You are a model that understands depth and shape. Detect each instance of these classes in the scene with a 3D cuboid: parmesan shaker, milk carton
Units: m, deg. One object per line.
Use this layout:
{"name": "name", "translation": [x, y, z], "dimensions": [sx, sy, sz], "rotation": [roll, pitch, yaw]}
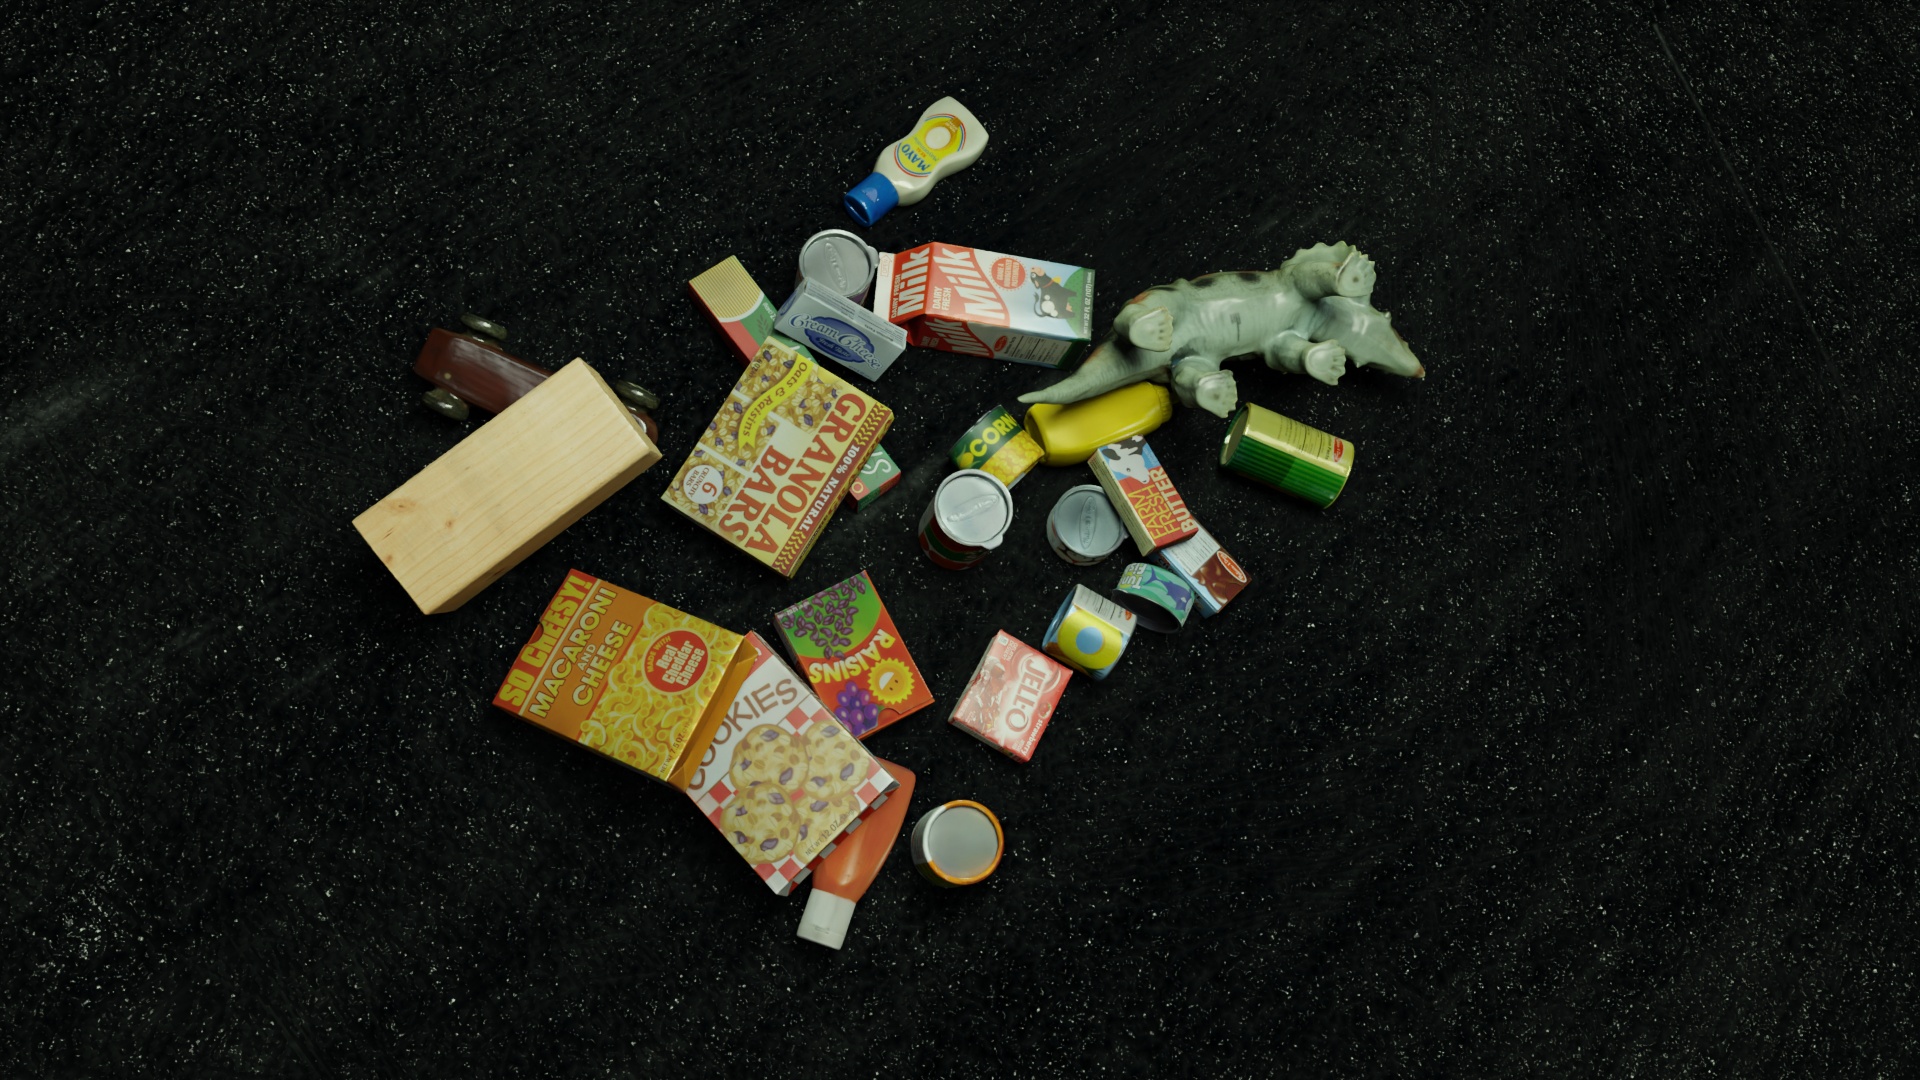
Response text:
{"name": "parmesan shaker", "translation": [0.296, -0.079, 1.267], "dimensions": [0.103, 0.071, 0.071], "rotation": [21, 71, -4]}
{"name": "milk carton", "translation": [0.019, -0.211, 1.242], "dimensions": [0.191, 0.073, 0.072], "rotation": [7, 73, -9]}

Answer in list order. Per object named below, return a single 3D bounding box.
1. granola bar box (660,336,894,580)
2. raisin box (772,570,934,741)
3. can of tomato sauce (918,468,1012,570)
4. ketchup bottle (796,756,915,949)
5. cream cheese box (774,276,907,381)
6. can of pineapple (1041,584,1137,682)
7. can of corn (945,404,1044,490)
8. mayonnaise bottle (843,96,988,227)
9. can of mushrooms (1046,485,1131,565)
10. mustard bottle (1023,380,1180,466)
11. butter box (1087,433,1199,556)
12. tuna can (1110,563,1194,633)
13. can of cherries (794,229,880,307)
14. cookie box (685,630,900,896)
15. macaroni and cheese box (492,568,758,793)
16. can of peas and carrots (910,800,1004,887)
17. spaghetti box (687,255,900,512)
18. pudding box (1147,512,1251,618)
{"name": "granola bar box", "translation": [-0.151, -0.069, 1.159], "dimensions": [0.124, 0.039, 0.166], "rotation": [31, 83, 3]}
{"name": "raisin box", "translation": [-0.089, 0.099, 1.145], "dimensions": [0.086, 0.040, 0.123], "rotation": [-25, 81, -19]}
{"name": "can of tomato sauce", "translation": [0.004, -0.015, 1.175], "dimensions": [0.071, 0.083, 0.071], "rotation": [3, 73, -11]}
{"name": "ketchup bottle", "translation": [-0.087, 0.245, 1.098], "dimensions": [0.065, 0.043, 0.149], "rotation": [19, 71, 0]}
{"name": "cream cheese box", "translation": [-0.103, -0.182, 1.202], "dimensions": [0.104, 0.053, 0.024], "rotation": [26, 46, -23]}
{"name": "can of pineapple", "translation": [0.108, 0.080, 1.179], "dimensions": [0.058, 0.070, 0.071], "rotation": [30, 70, -1]}
{"name": "can of corn", "translation": [0.031, -0.075, 1.205], "dimensions": [0.071, 0.071, 0.058], "rotation": [-42, 87, -19]}
{"name": "mayonnaise bottle", "translation": [-0.044, -0.347, 1.287], "dimensions": [0.065, 0.041, 0.148], "rotation": [45, 70, 2]}
{"name": "can of mushrooms", "translation": [0.113, -0.012, 1.224], "dimensions": [0.071, 0.033, 0.071], "rotation": [3, 72, -11]}
{"name": "mustard bottle", "translation": [0.139, -0.113, 1.251], "dimensions": [0.161, 0.048, 0.065], "rotation": [-16, 76, -17]}
{"name": "butter box", "translation": [0.159, -0.040, 1.213], "dimensions": [0.053, 0.024, 0.103], "rotation": [-20, 72, -29]}
{"name": "tuna can", "translation": [0.164, 0.049, 1.198], "dimensions": [0.071, 0.071, 0.033], "rotation": [29, 69, -2]}
{"name": "can of cherries", "translation": [-0.110, -0.232, 1.230], "dimensions": [0.071, 0.058, 0.071], "rotation": [3, 72, -11]}
{"name": "cookie box", "translation": [-0.150, 0.171, 1.081], "dimensions": [0.123, 0.040, 0.168], "rotation": [-44, 75, -8]}
{"name": "macaroni and cheese box", "translation": [-0.259, 0.105, 1.073], "dimensions": [0.166, 0.040, 0.124], "rotation": [19, 70, 19]}
{"name": "can of peas and carrots", "translation": [-0.001, 0.243, 1.110], "dimensions": [0.071, 0.058, 0.071], "rotation": [3, 74, -11]}
{"name": "spaghetti box", "translation": [-0.145, -0.138, 1.209], "dimensions": [0.050, 0.028, 0.250], "rotation": [-36, 83, -18]}
{"name": "pudding box", "translation": [0.211, 0.023, 1.236], "dimensions": [0.050, 0.030, 0.084], "rotation": [-42, 86, -21]}
